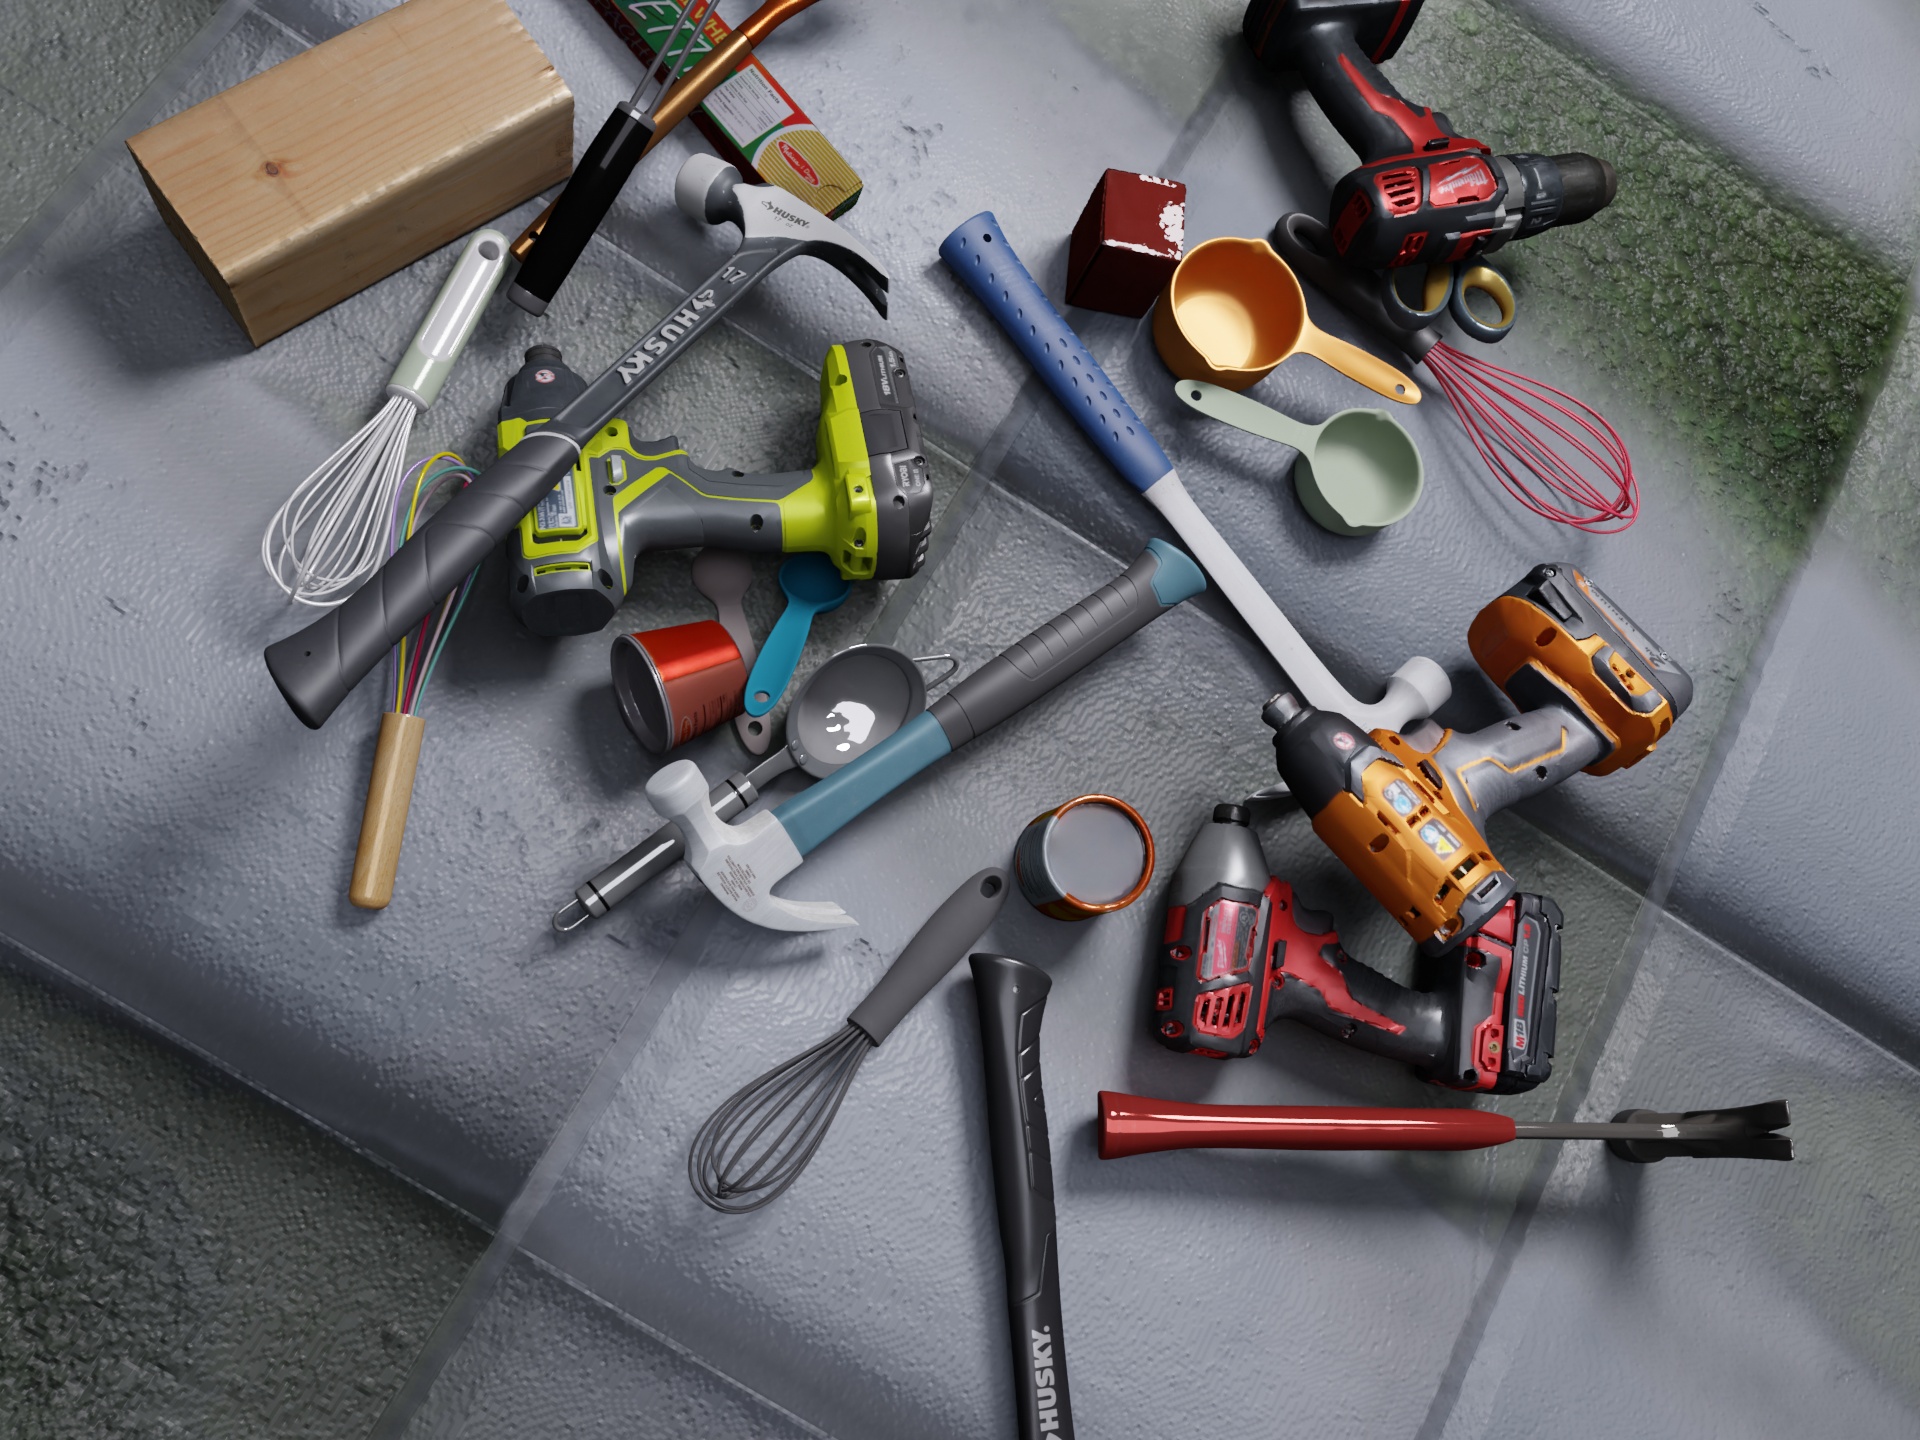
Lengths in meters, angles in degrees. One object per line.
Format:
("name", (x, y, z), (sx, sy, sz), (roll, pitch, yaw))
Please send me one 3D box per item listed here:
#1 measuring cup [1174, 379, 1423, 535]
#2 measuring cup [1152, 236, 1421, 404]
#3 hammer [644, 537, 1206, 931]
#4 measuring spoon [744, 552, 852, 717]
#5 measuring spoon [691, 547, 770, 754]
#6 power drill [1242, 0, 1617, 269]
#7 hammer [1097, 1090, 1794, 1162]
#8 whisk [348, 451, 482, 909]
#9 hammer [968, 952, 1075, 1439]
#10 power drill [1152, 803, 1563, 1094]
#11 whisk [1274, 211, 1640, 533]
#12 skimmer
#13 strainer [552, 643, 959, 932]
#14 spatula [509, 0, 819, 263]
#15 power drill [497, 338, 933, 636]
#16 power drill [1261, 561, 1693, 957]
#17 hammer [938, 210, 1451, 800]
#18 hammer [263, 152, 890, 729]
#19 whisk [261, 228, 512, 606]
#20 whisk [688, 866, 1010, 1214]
("measuring cup", (0.203, -0.168, 0.982), (0.167, 0.038, 0.083), (21, 75, -8))
("measuring cup", (0.200, -0.229, 0.988), (0.173, 0.052, 0.095), (24, 74, -9))
("hammer", (-0.001, -0.003, 0.867), (0.331, 0.033, 0.128), (-34, 117, -15))
("measuring spoon", (-0.093, -0.043, 0.873), (0.042, 0.021, 0.129), (16, 49, 3))
("measuring spoon", (-0.124, -0.042, 0.889), (0.034, 0.018, 0.124), (-11, 82, -15))
("power drill", (0.295, -0.390, 1.004), (0.188, 0.080, 0.227), (-13, 70, -16))
("hammer", (0.254, 0.224, 0.872), (0.359, 0.149, 0.037), (3, 74, -7))
("whisk", (-0.285, -0.023, 0.838), (0.051, 0.047, 0.245), (9, 81, -10))
("hammer", (0.032, 0.291, 0.844), (0.146, 0.035, 0.335), (-3, 81, -14))
("power drill", (0.222, 0.133, 0.907), (0.219, 0.078, 0.143), (11, 76, -8))
("whisk", (0.314, -0.223, 1.013), (0.296, 0.073, 0.073), (43, 73, 5))
("skimmer", (-0.142, -0.382, 0.882), (0.127, 0.090, 0.363), (33, 97, -6))
("strainer", (-0.113, 0.031, 0.860), (0.258, 0.050, 0.086), (-37, 133, -17))
("spatula", (-0.140, -0.378, 0.910), (0.081, 0.041, 0.322), (44, 80, -10))
("power drill", (-0.137, -0.140, 0.870), (0.223, 0.080, 0.171), (-6, 64, -12))
("power drill", (0.284, 0.006, 0.895), (0.226, 0.084, 0.164), (-35, 75, -24))
("hammer", (0.121, -0.132, 0.956), (0.144, 0.035, 0.405), (-38, 89, -18))
("hammer", (-0.191, -0.147, 0.807), (0.149, 0.036, 0.409), (29, 60, 14))
("whisk", (-0.303, -0.168, 0.859), (0.057, 0.059, 0.246), (28, 69, -19))
("whisk", (-0.054, 0.164, 0.852), (0.055, 0.055, 0.239), (45, 68, -1))
